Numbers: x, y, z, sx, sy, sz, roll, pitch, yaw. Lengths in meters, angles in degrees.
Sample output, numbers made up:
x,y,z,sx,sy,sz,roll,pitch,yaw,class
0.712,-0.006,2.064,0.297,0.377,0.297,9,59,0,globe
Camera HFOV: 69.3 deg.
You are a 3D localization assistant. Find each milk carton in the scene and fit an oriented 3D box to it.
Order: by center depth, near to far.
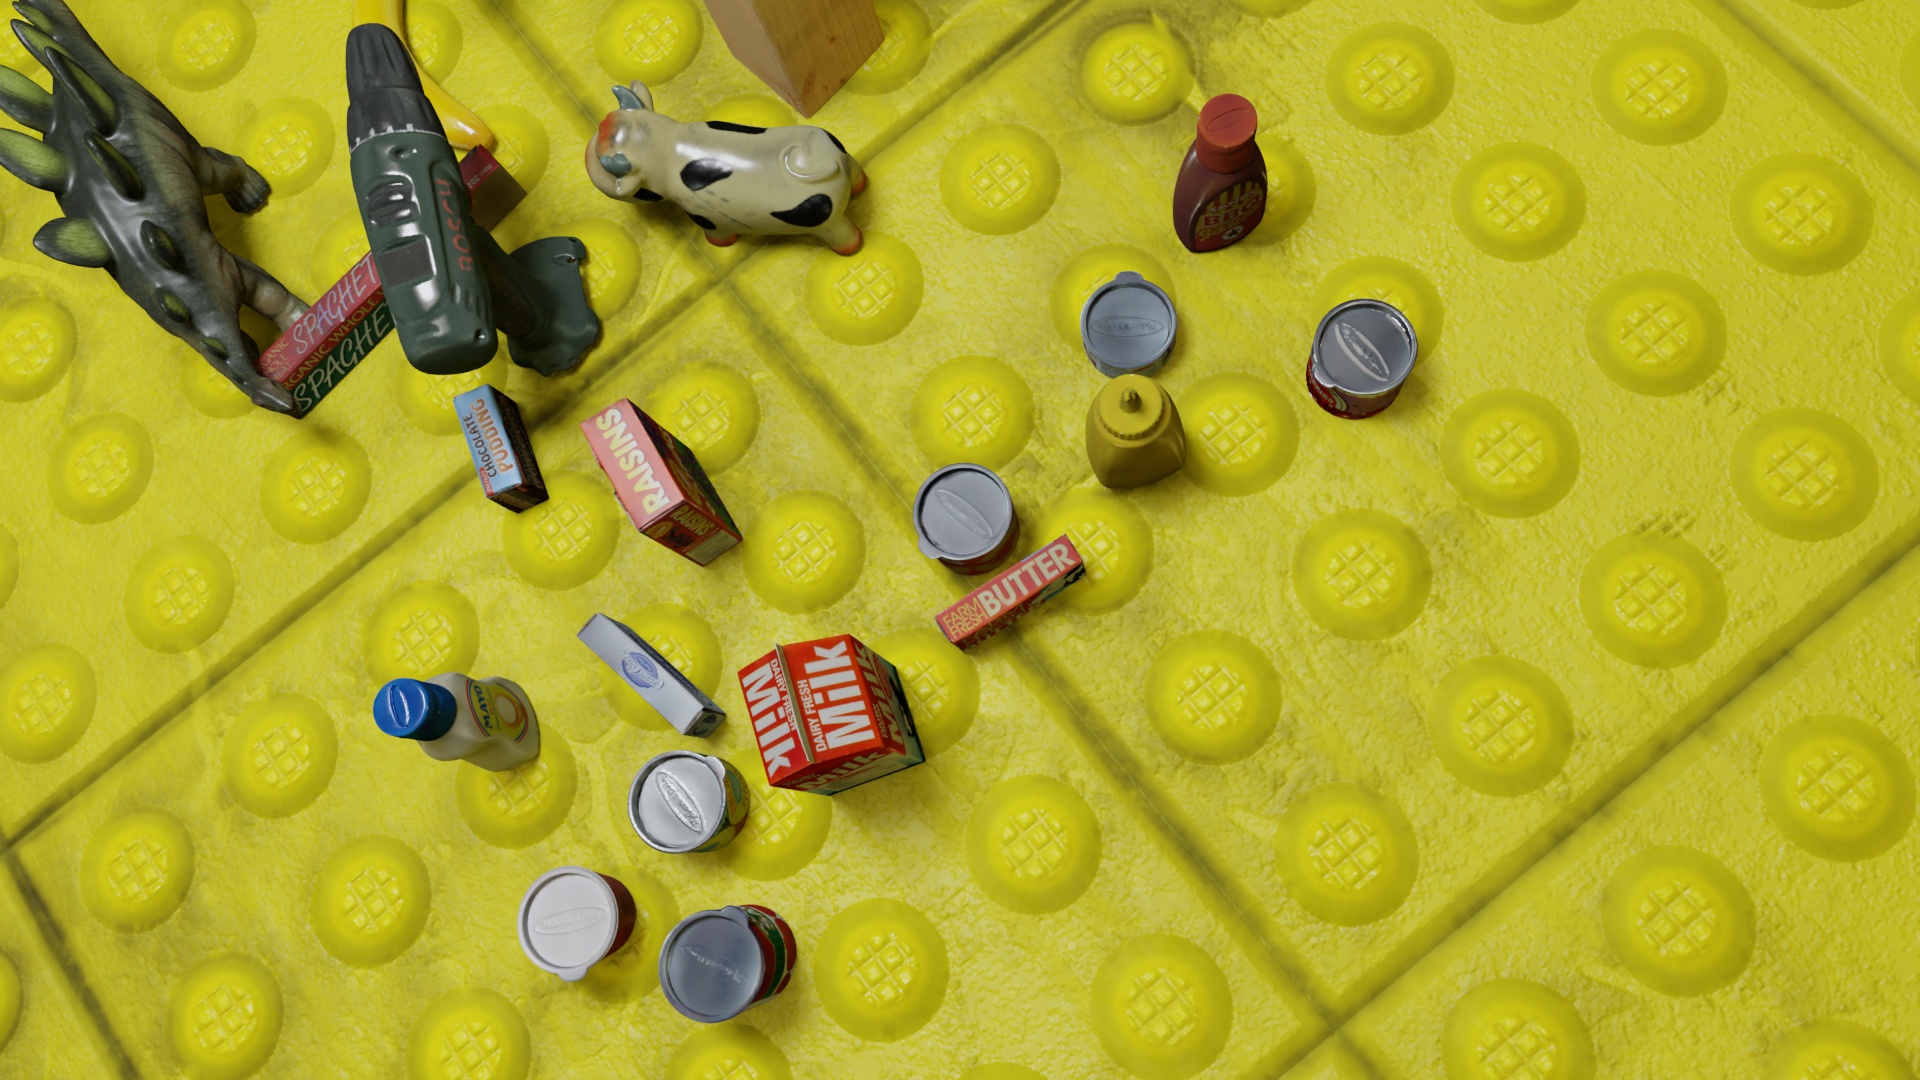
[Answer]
x,y,z,sx,sy,sz,roll,pitch,yaw,class
-0.080,0.109,0.854,0.073,0.190,0.072,-20,76,4,milk carton

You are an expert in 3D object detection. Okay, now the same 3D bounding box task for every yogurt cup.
x,y,z,sx,sy,sz,roll,pitch,yaw,class
-0.249,0.249,0.916,0.072,0.054,0.072,-2,77,8,yogurt cup

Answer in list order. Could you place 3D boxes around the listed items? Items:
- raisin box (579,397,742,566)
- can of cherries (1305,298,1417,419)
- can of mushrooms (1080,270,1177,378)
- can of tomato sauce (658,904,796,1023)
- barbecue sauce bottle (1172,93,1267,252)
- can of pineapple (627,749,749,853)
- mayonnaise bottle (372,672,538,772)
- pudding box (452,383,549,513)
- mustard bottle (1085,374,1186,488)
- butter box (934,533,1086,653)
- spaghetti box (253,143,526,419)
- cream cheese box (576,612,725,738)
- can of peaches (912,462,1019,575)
x,y,z,sx,sy,sz,roll,pitch,yaw,class
-0.200,-0.037,0.938,0.040,0.123,0.086,-32,75,0,raisin box
0.263,-0.119,0.925,0.071,0.058,0.071,-2,77,8,can of cherries
0.117,-0.148,0.965,0.071,0.033,0.071,-2,77,8,can of mushrooms
-0.145,0.265,0.883,0.071,0.083,0.071,-2,78,8,can of tomato sauce
0.173,-0.243,0.919,0.065,0.148,0.044,-24,76,2,barbecue sauce bottle
-0.177,0.173,0.921,0.071,0.057,0.071,-2,77,8,can of pineapple
-0.327,0.116,0.908,0.041,0.148,0.065,-23,76,3,mayonnaise bottle
-0.331,-0.066,1.001,0.030,0.049,0.084,-24,75,2,pudding box
0.111,-0.073,0.884,0.065,0.160,0.049,-15,76,5,mustard bottle
0.035,0.036,0.925,0.103,0.053,0.024,-32,76,0,butter box
-0.431,-0.192,1.043,0.029,0.050,0.250,43,86,14,spaghetti box
-0.209,0.093,0.946,0.104,0.053,0.024,39,86,14,cream cheese box
0.003,-0.012,0.937,0.071,0.058,0.071,-2,77,8,can of peaches
